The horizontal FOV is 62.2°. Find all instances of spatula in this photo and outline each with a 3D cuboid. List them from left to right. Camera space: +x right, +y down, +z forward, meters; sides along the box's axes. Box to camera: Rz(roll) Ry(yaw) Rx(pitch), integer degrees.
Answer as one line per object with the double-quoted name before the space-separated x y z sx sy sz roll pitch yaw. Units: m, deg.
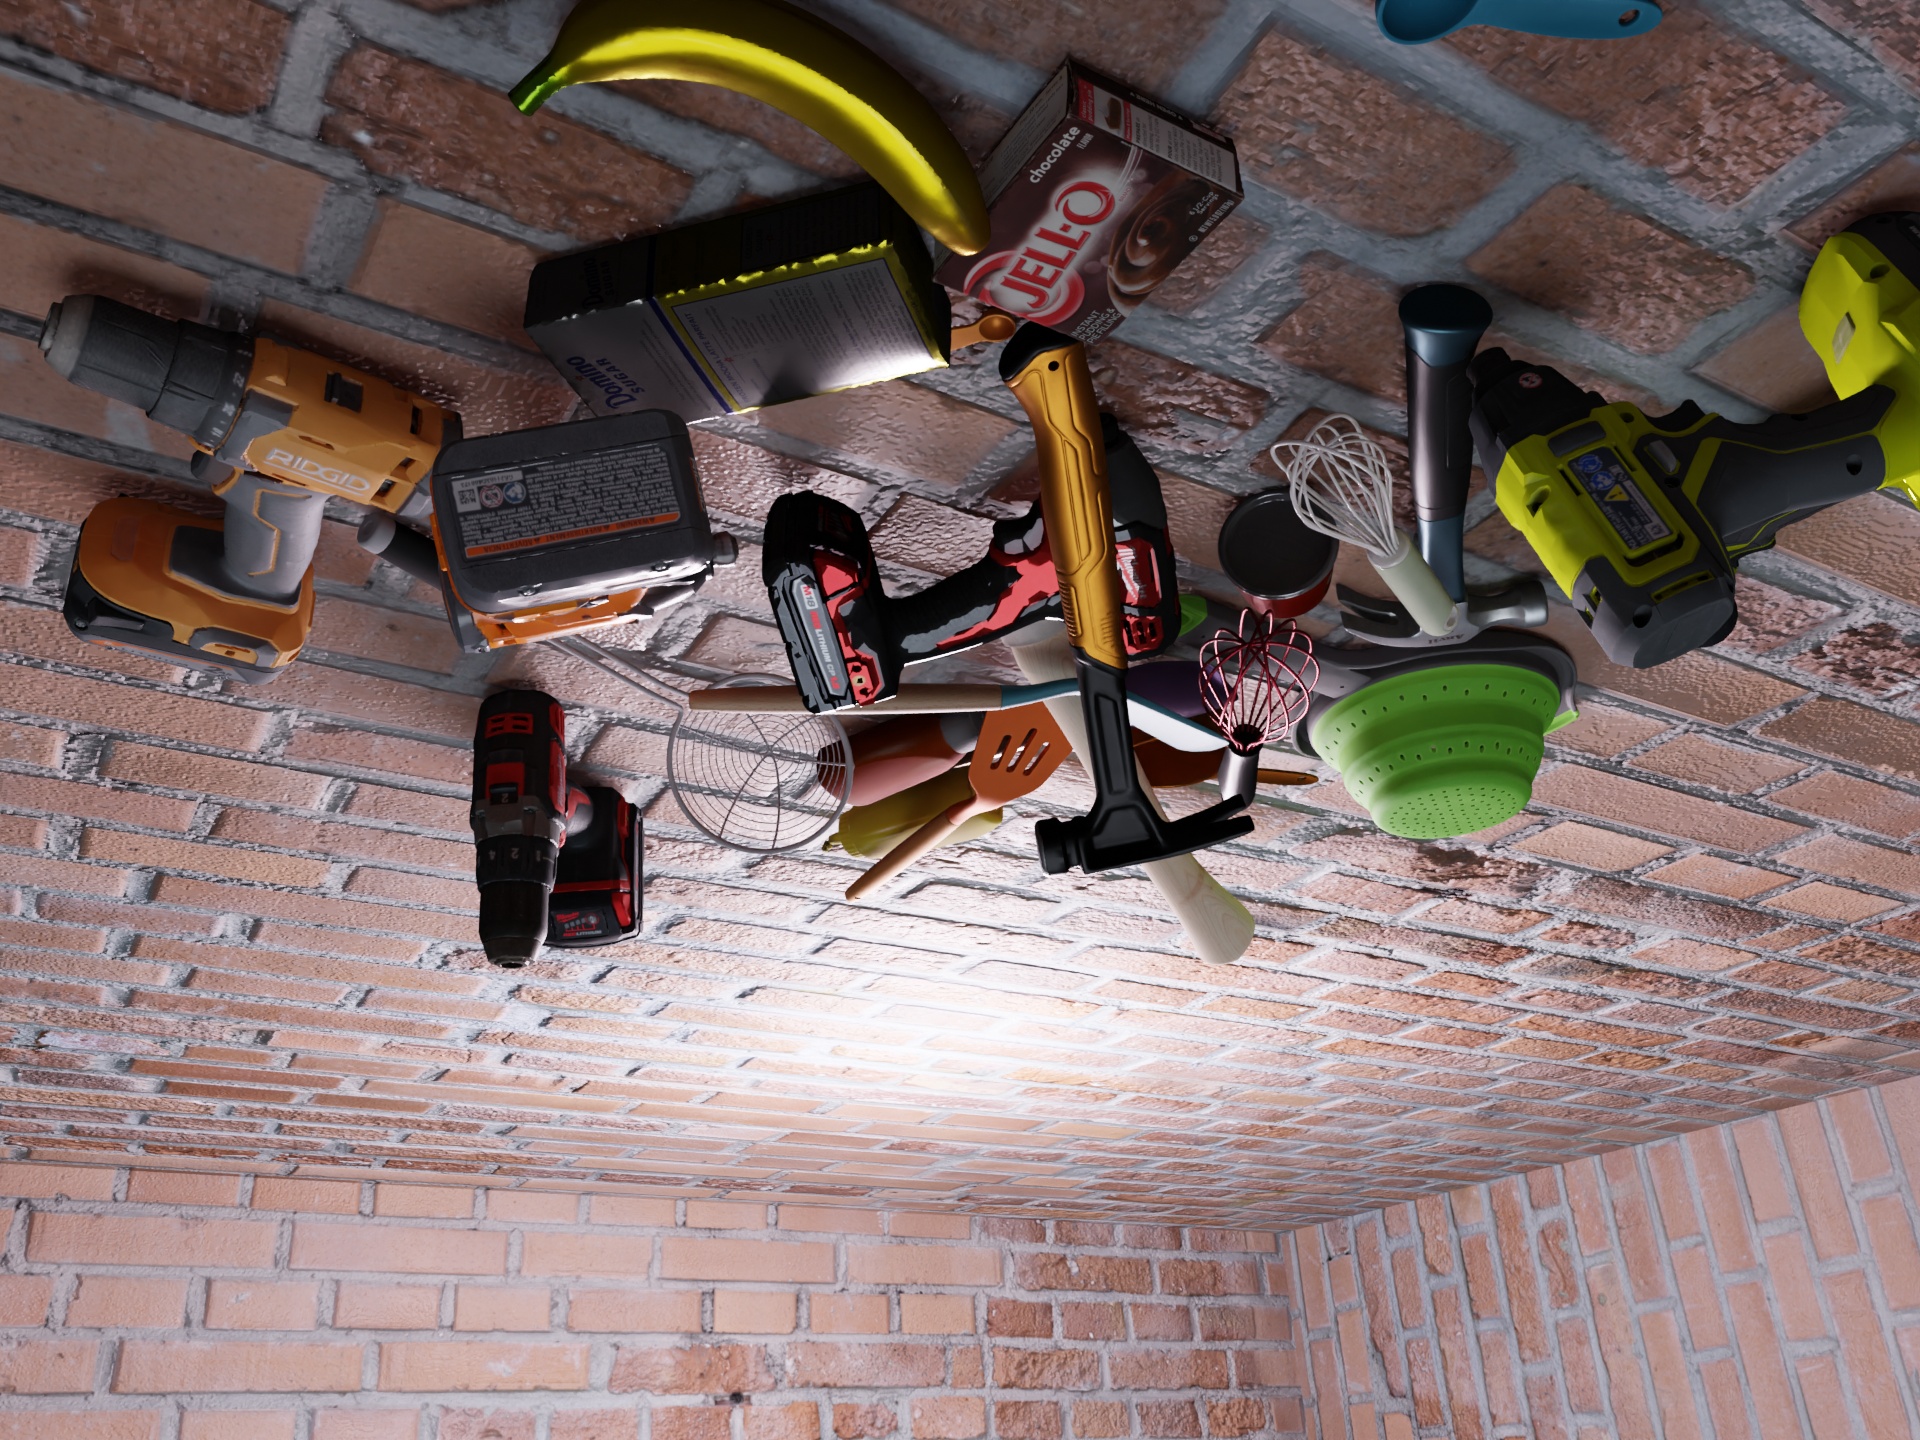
"spatula" -0.015 0.070 1.172 0.081 0.041 0.322 12 151 -25
"spatula" -0.002 -0.003 0.950 0.317 0.044 0.082 0 175 -8
"spatula" 0.053 0.007 1.126 0.316 0.018 0.059 -18 132 41

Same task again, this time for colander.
"colander" 0.278 0.005 1.094 0.396 0.095 0.204 16 148 -33

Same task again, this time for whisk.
"whisk" 0.183 0.005 1.012 0.073 0.073 0.295 -5 159 4
"whisk" 0.232 -0.098 0.874 0.059 0.058 0.246 19 172 36

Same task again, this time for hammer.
"hammer" 0.079 -0.055 0.848 0.127 0.034 0.336 -12 126 3
"hammer" 0.103 0.050 1.082 0.146 0.038 0.410 -21 132 14
"hammer" 0.273 -0.129 0.899 0.128 0.033 0.330 -10 152 12

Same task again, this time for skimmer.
"skimmer" -0.213 -0.021 0.998 0.127 0.090 0.362 -46 137 9

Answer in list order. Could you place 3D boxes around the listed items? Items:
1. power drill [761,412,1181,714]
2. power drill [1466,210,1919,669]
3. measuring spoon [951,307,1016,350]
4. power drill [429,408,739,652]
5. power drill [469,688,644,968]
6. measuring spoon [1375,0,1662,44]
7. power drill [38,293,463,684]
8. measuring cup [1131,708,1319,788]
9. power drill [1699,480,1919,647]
"power drill" 0.008 -0.087 0.882 0.219 0.079 0.143 -11 126 5
"power drill" 0.359 -0.139 0.731 0.223 0.171 0.080 -23 152 -1
"measuring spoon" -0.028 -0.186 0.783 0.117 0.011 0.021 -9 152 19
"power drill" -0.185 -0.090 0.813 0.164 0.084 0.226 -13 178 -15
"power drill" -0.290 0.102 1.131 0.080 0.188 0.226 -5 157 1
"measuring spoon" 0.216 -0.282 0.616 0.128 0.021 0.042 -4 155 -19
"power drill" -0.384 -0.116 0.806 0.185 0.084 0.226 18 142 -37
"measuring cup" 0.186 0.014 1.152 0.173 0.052 0.095 9 151 -26
"power drill" 0.473 -0.114 0.905 0.228 0.080 0.190 -23 147 39
